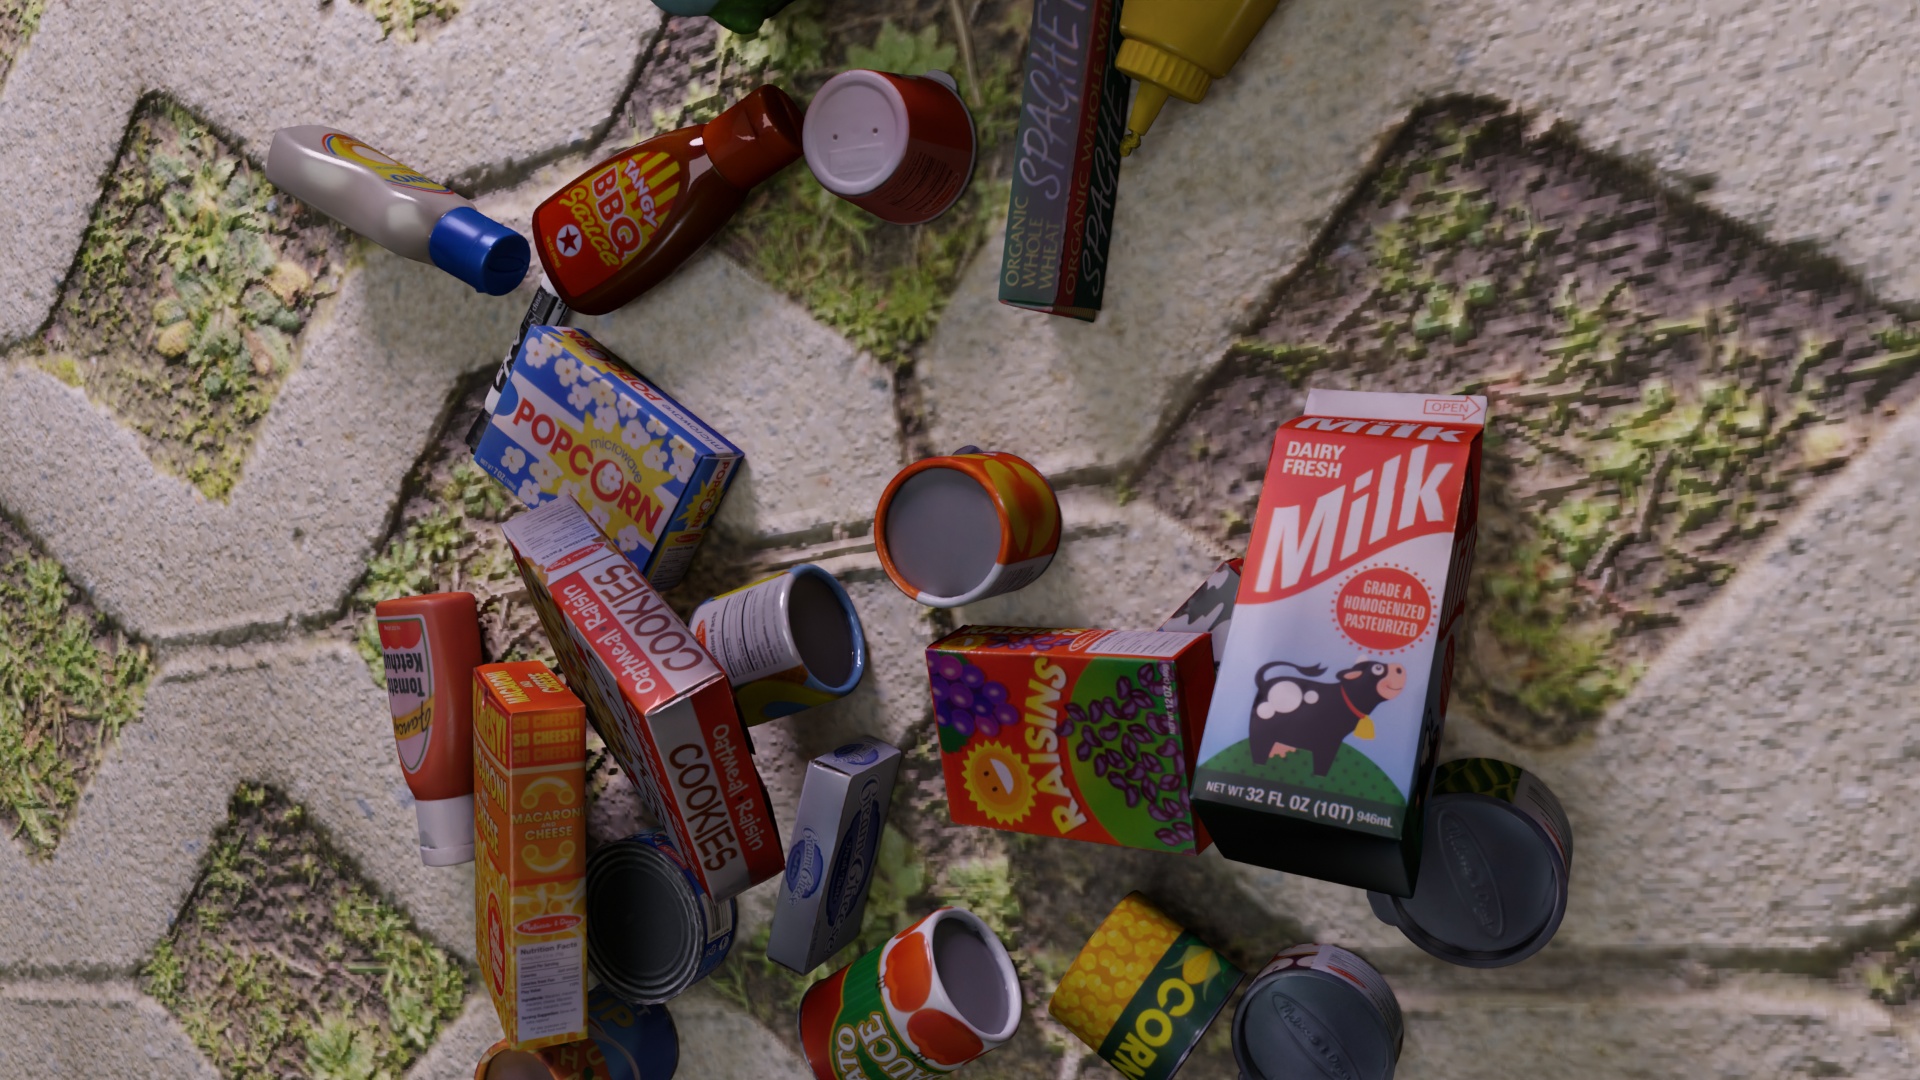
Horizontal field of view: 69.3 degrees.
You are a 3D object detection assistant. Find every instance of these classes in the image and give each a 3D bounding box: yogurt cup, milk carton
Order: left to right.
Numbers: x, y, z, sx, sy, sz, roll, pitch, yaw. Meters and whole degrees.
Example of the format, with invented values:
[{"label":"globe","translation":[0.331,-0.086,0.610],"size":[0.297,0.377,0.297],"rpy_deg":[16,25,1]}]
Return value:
[{"label":"yogurt cup","translation":[-0.034,-0.178,0.620],"size":[0.072,0.054,0.072],"rpy_deg":[3,97,26]},{"label":"milk carton","translation":[0.146,0.024,0.515],"size":[0.072,0.073,0.191],"rpy_deg":[6,64,25]}]

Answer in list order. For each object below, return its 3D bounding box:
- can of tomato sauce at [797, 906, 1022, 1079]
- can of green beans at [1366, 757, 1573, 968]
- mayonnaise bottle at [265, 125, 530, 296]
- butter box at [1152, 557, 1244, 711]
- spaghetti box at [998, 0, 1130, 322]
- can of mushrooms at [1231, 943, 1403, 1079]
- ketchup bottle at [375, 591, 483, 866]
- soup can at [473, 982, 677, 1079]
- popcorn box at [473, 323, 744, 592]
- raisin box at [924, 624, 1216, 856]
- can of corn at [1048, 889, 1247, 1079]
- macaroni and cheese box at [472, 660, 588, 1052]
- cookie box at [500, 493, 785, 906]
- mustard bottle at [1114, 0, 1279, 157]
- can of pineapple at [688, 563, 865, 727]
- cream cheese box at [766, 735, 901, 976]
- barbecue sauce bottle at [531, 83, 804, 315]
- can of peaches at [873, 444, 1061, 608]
[{"label":"can of tomato sauce","translation":[-0.023,0.218,0.641],"size":[0.083,0.071,0.071],"rpy_deg":[-37,79,24]},{"label":"can of green beans","translation":[0.198,0.121,0.532],"size":[0.071,0.058,0.071],"rpy_deg":[3,96,26]},{"label":"mayonnaise bottle","translation":[-0.298,-0.177,0.745],"size":[0.148,0.065,0.041],"rpy_deg":[28,109,17]},{"label":"butter box","translation":[0.132,0.061,0.578],"size":[0.103,0.024,0.053],"rpy_deg":[46,112,15]},{"label":"spaghetti box","translation":[0.053,-0.218,0.577],"size":[0.029,0.050,0.249],"rpy_deg":[11,100,27]},{"label":"can of mushrooms","translation":[0.147,0.206,0.578],"size":[0.071,0.033,0.071],"rpy_deg":[3,96,25]},{"label":"ketchup bottle","translation":[-0.289,0.104,0.775],"size":[0.064,0.044,0.148],"rpy_deg":[-4,93,38]},{"label":"soup can","translation":[-0.200,0.273,0.724],"size":[0.071,0.084,0.071],"rpy_deg":[2,96,26]},{"label":"popcorn box","translation":[-0.181,-0.042,0.713],"size":[0.127,0.038,0.085],"rpy_deg":[36,110,18]},{"label":"raisin box","translation":[0.049,0.082,0.596],"size":[0.123,0.040,0.086],"rpy_deg":[-1,104,35]},{"label":"can of corn","translation":[0.078,0.193,0.590],"size":[0.058,0.071,0.071],"rpy_deg":[35,109,20]},{"label":"macaroni and cheese box","translation":[-0.223,0.155,0.714],"size":[0.123,0.040,0.166],"rpy_deg":[12,102,63]},{"label":"cookie box","translation":[-0.145,0.069,0.638],"size":[0.168,0.040,0.122],"rpy_deg":[39,148,44]},{"label":"mustard bottle","translation":[0.100,-0.228,0.553],"size":[0.065,0.049,0.159],"rpy_deg":[30,107,22]},{"label":"can of pineapple","translation":[-0.086,0.050,0.661],"size":[0.057,0.071,0.071],"rpy_deg":[-20,86,26]},{"label":"cream cheese box","translation":[-0.060,0.148,0.662],"size":[0.024,0.053,0.103],"rpy_deg":[18,102,21]},{"label":"barbecue sauce bottle","translation":[-0.141,-0.169,0.678],"size":[0.148,0.044,0.065],"rpy_deg":[-25,83,25]},{"label":"can of peaches","translation":[0.002,-0.008,0.615],"size":[0.071,0.058,0.071],"rpy_deg":[3,97,26]}]
